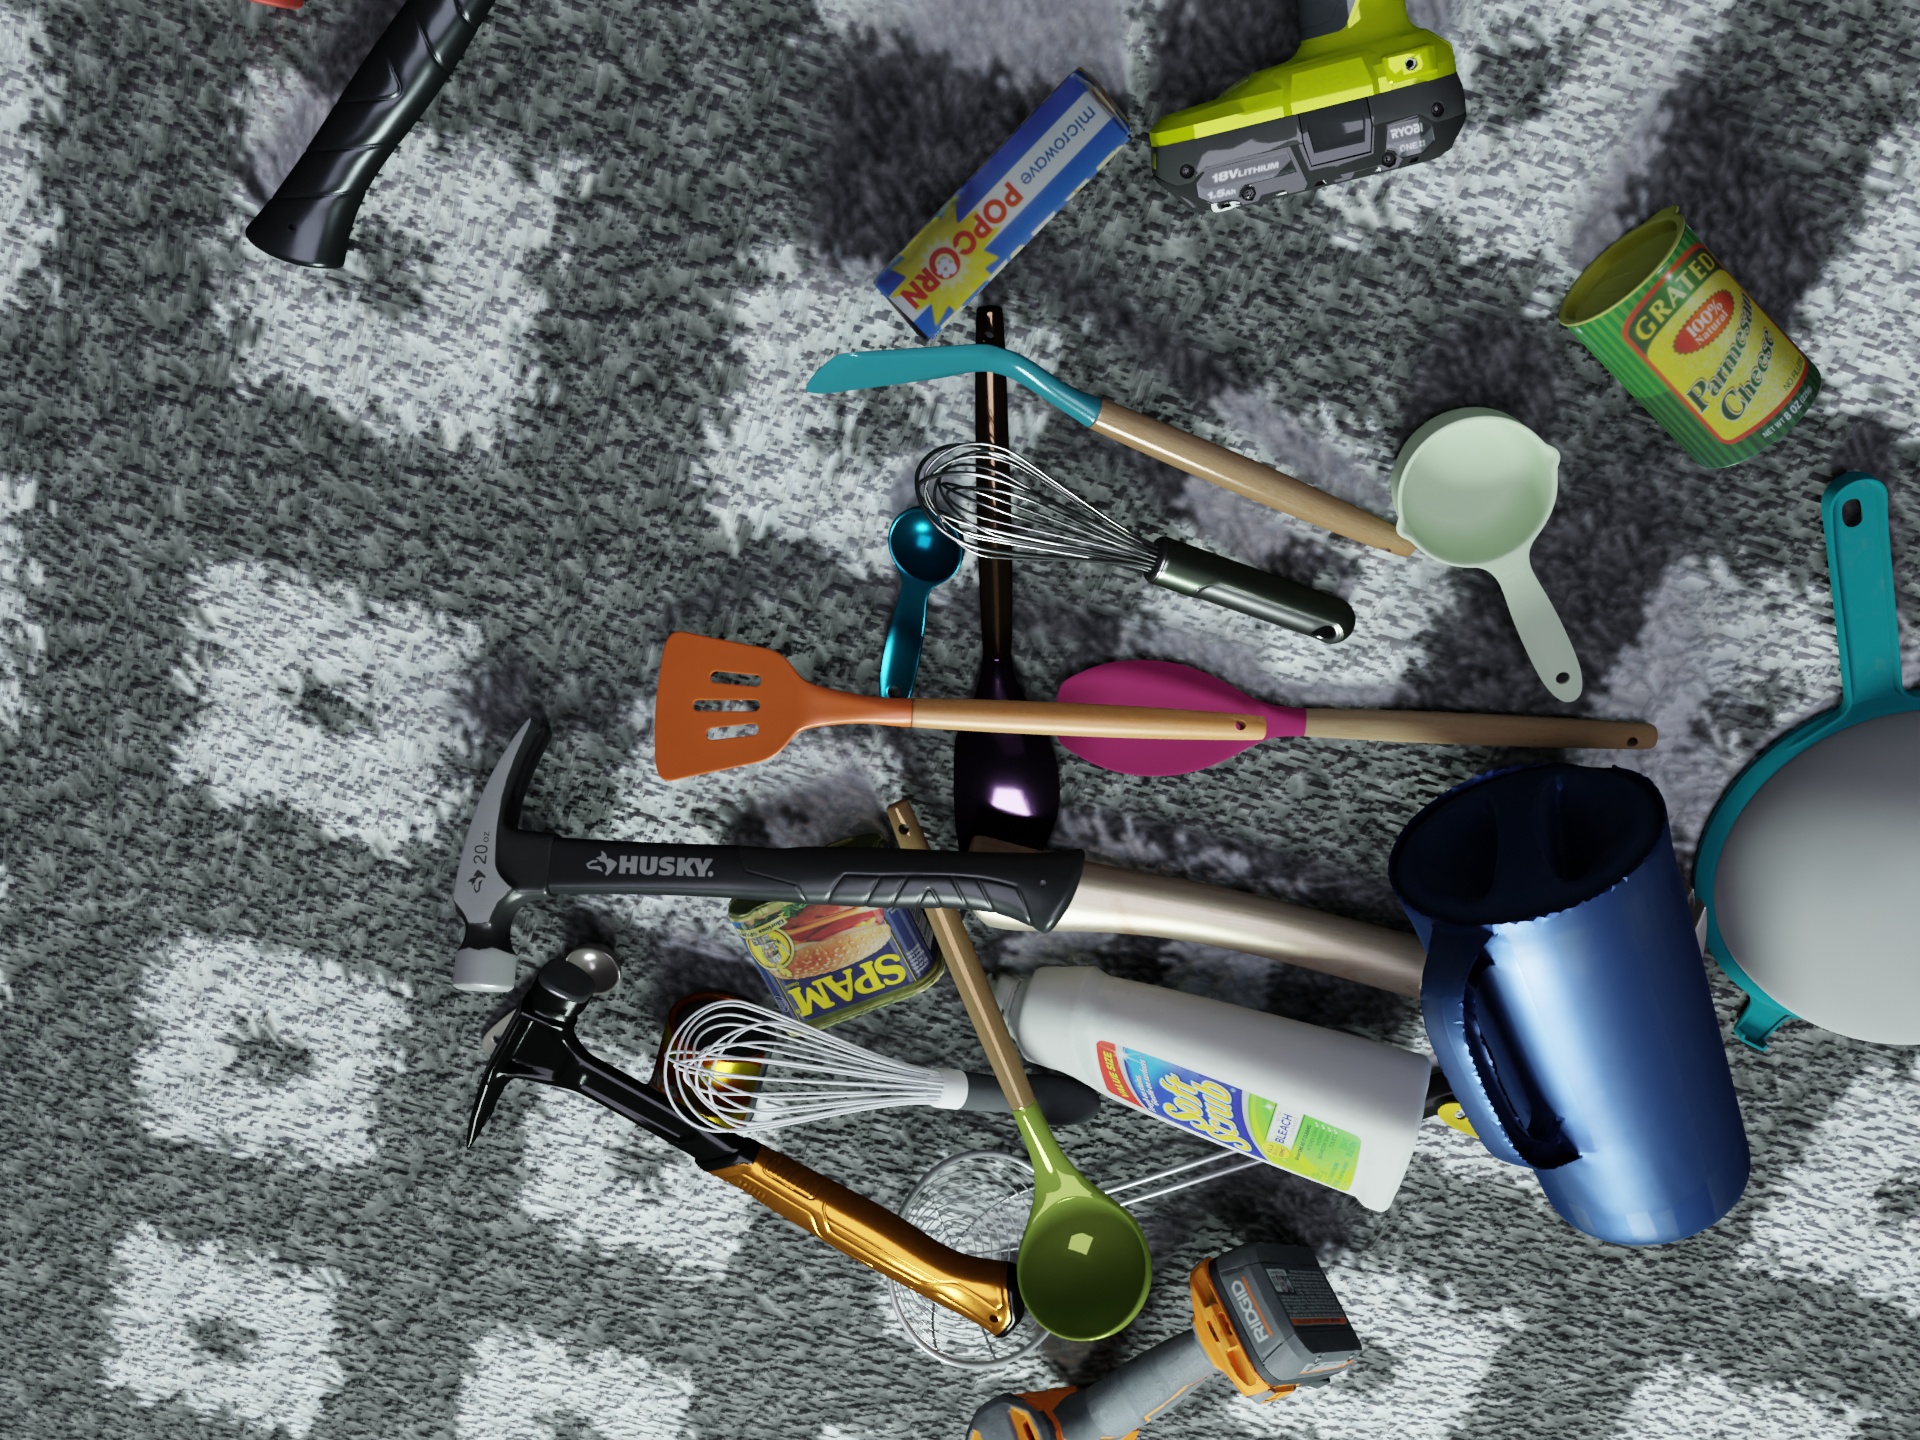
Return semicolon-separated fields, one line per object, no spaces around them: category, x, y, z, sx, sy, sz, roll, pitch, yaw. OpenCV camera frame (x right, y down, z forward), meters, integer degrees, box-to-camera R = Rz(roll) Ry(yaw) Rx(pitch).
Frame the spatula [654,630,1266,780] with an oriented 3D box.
spatula;-0.001;-0.003;0.838;0.322;0.041;0.081;3;83;-3

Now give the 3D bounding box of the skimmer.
skimmer;0.133;0.281;0.948;0.363;0.090;0.127;-21;87;11

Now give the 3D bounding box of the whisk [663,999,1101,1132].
whisk;-0.035;0.204;0.901;0.284;0.070;0.070;13;118;-30

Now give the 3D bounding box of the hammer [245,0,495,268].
hammer;-0.201;-0.364;0.705;0.149;0.036;0.409;40;111;-13

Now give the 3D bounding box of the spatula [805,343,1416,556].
spatula;0.084;-0.129;0.772;0.317;0.082;0.044;19;84;-16

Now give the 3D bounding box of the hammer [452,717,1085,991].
hammer;-0.101;0.076;0.850;0.335;0.035;0.146;1;76;5

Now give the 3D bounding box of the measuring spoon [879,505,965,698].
measuring spoon;-0.023;-0.058;0.847;0.042;0.021;0.128;23;125;14

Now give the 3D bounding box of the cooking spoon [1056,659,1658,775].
cooking spoon;0.211;0.002;0.855;0.319;0.017;0.068;3;114;3

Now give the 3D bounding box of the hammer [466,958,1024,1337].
hammer;-0.115;0.266;0.909;0.337;0.034;0.127;30;112;-5

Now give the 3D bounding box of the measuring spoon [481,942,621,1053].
measuring spoon;-0.250;0.169;0.967;0.124;0.018;0.034;-36;108;25

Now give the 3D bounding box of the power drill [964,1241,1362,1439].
power drill;0.131;0.415;0.998;0.226;0.084;0.164;-37;147;17

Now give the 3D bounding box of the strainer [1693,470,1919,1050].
strainer;0.489;0.041;0.813;0.211;0.095;0.340;-16;114;11

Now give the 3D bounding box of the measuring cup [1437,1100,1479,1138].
measuring cup;0.353;0.245;0.947;0.156;0.029;0.062;18;114;-8

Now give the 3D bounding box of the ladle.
ladle;0.024;0.194;0.881;0.078;0.062;0.320;-21;98;11

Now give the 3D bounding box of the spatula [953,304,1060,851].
spatula;0.021;-0.059;0.839;0.060;0.018;0.315;0;116;5

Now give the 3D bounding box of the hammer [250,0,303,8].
hammer;-0.263;-0.483;0.654;0.149;0.037;0.359;15;114;-3

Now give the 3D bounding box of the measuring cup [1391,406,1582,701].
measuring cup;0.274;-0.082;0.803;0.083;0.038;0.167;-27;112;15

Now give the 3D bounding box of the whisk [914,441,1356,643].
whisk;0.091;-0.083;0.797;0.246;0.059;0.057;17;152;-16

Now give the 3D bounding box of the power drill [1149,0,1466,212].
power drill;0.124;-0.340;0.675;0.171;0.080;0.223;-11;110;8

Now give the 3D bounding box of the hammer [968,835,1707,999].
hammer;0.206;0.117;0.893;0.410;0.038;0.146;13;113;-4
